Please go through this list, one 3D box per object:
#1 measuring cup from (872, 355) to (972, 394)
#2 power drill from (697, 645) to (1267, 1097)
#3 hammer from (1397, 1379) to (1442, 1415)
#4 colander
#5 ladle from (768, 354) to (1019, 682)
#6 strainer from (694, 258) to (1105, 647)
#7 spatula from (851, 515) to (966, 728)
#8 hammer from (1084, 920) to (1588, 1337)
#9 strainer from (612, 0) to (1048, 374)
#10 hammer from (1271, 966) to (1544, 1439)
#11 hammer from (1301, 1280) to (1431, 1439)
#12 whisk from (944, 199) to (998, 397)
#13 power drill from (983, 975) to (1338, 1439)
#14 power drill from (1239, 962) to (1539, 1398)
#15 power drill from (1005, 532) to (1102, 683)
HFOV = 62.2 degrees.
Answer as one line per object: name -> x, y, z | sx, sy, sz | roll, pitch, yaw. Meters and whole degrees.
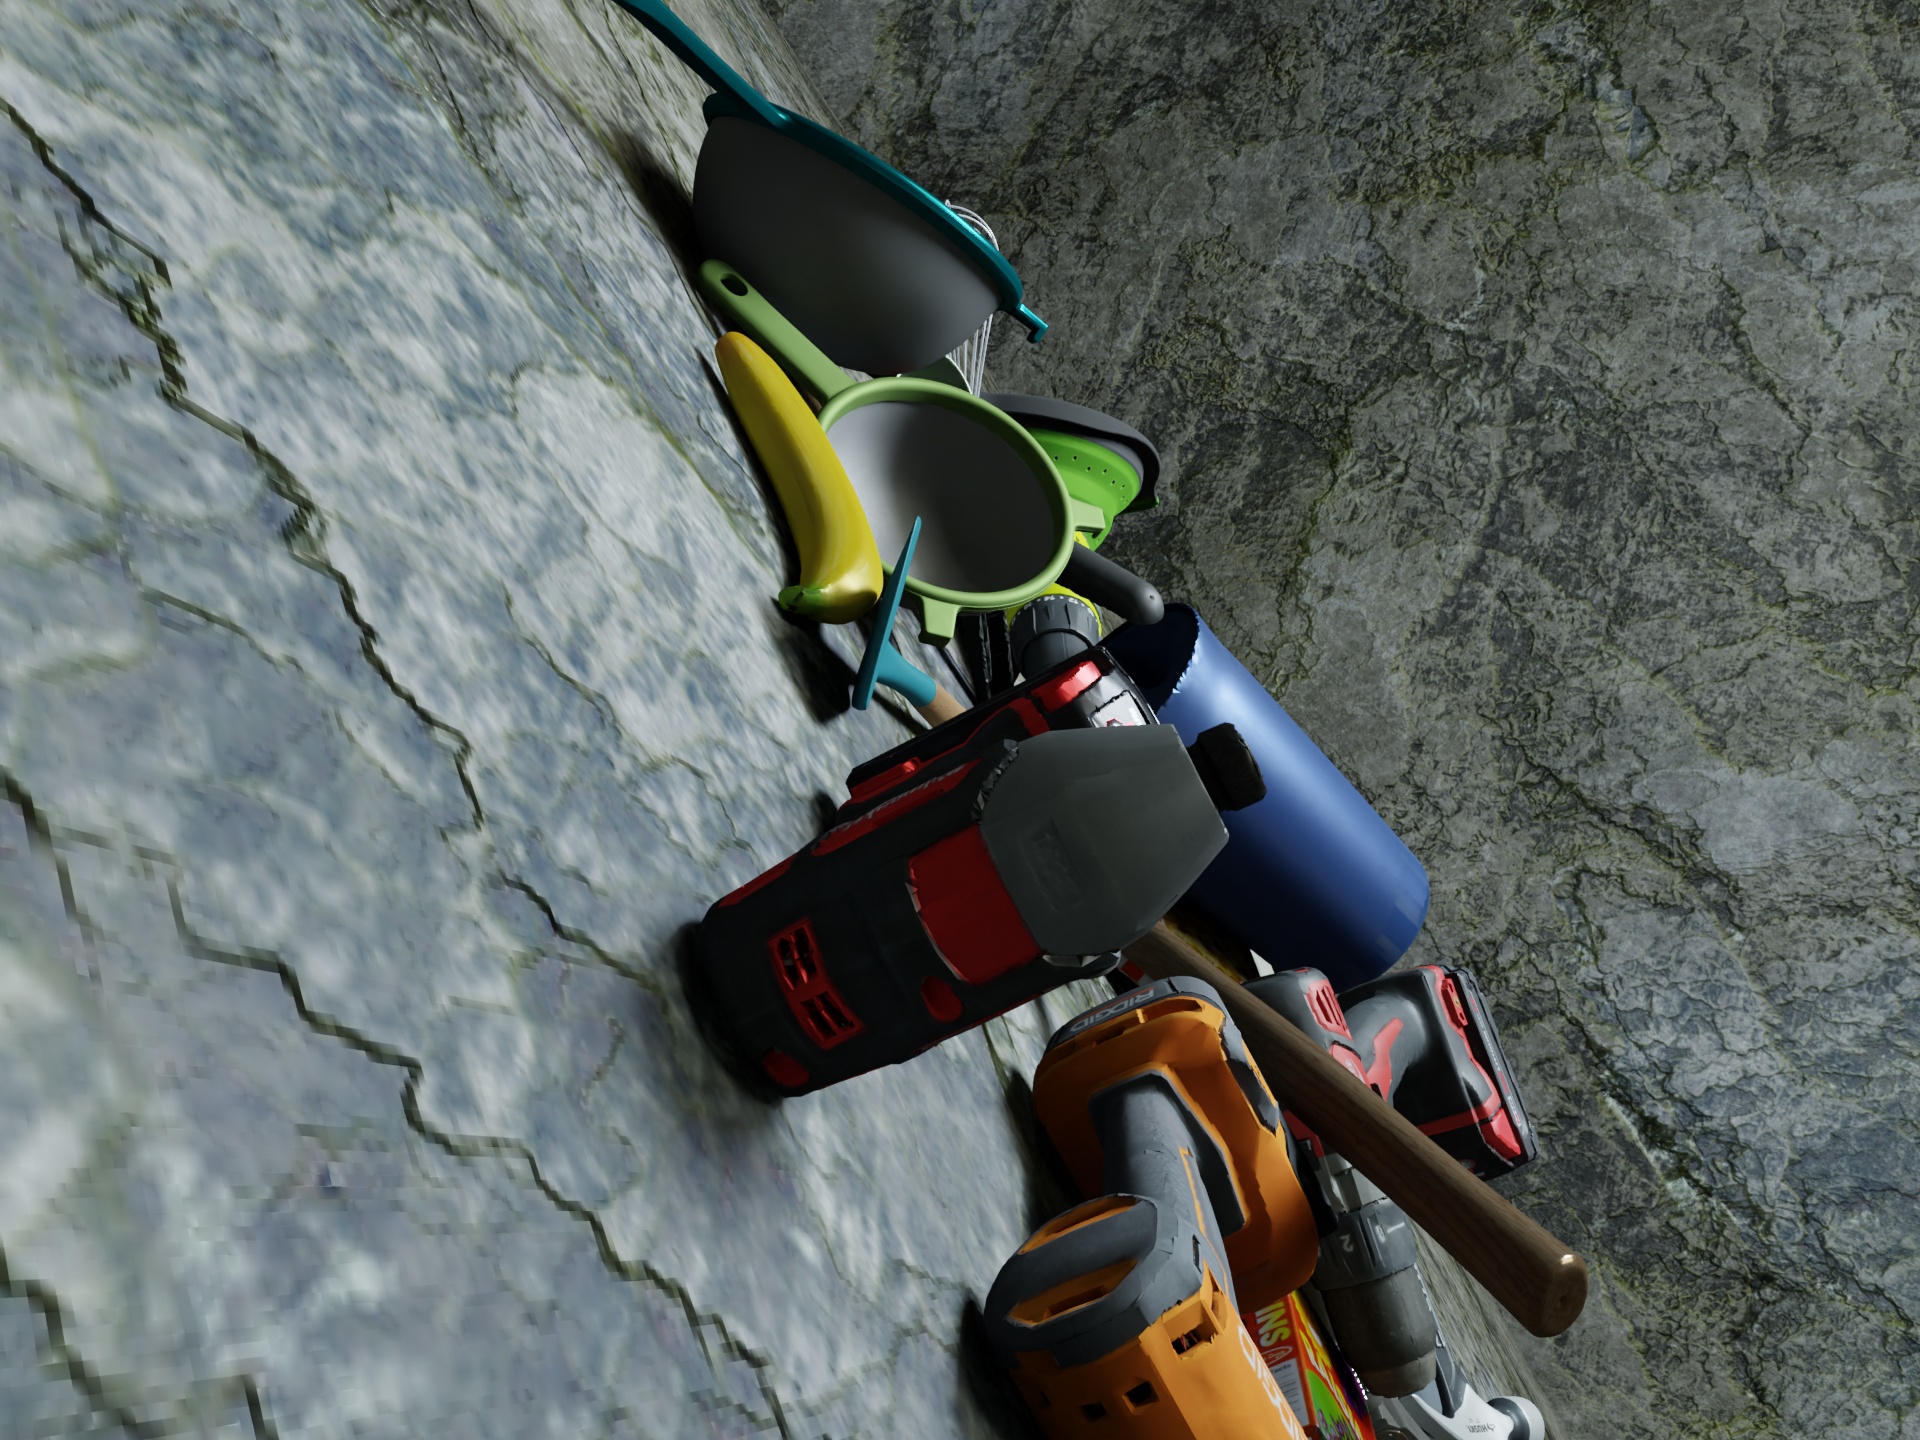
measuring cup -> -0.031, -0.153, 1.003 | 0.083, 0.038, 0.168 | 22, 68, -47
power drill -> 0.016, 0.034, 0.472 | 0.078, 0.143, 0.219 | 63, 7, -1
hammer -> 0.270, 0.316, 1.114 | 0.143, 0.038, 0.387 | 6, 51, -38
colander -> 0.001, -0.194, 1.195 | 0.396, 0.204, 0.094 | 25, 69, -47
ladle -> -0.034, -0.130, 1.041 | 0.315, 0.031, 0.069 | 50, 14, -39
strainer -> -0.057, -0.141, 0.852 | 0.256, 0.069, 0.151 | 45, 51, 9
spatula -> -0.001, -0.002, 0.771 | 0.317, 0.044, 0.082 | 46, 57, -66
hammer -> 0.119, 0.126, 0.651 | 0.332, 0.031, 0.130 | 38, -26, 53
strainer -> -0.103, -0.275, 0.868 | 0.211, 0.095, 0.340 | 32, 4, 28
hammer -> 0.263, 0.280, 1.067 | 0.149, 0.036, 0.409 | 21, 42, -42
hammer -> 0.182, 0.255, 0.987 | 0.146, 0.038, 0.411 | 54, 11, -41
whisk -> 0.000, -0.212, 1.097 | 0.070, 0.070, 0.284 | -102, -173, -61
power drill -> 0.079, 0.195, 0.519 | 0.164, 0.084, 0.226 | 61, 13, -8
power drill -> 0.212, 0.211, 0.785 | 0.226, 0.080, 0.188 | 6, 62, -56
power drill -> 0.093, -0.012, 1.099 | 0.191, 0.080, 0.228 | -92, 158, -52
